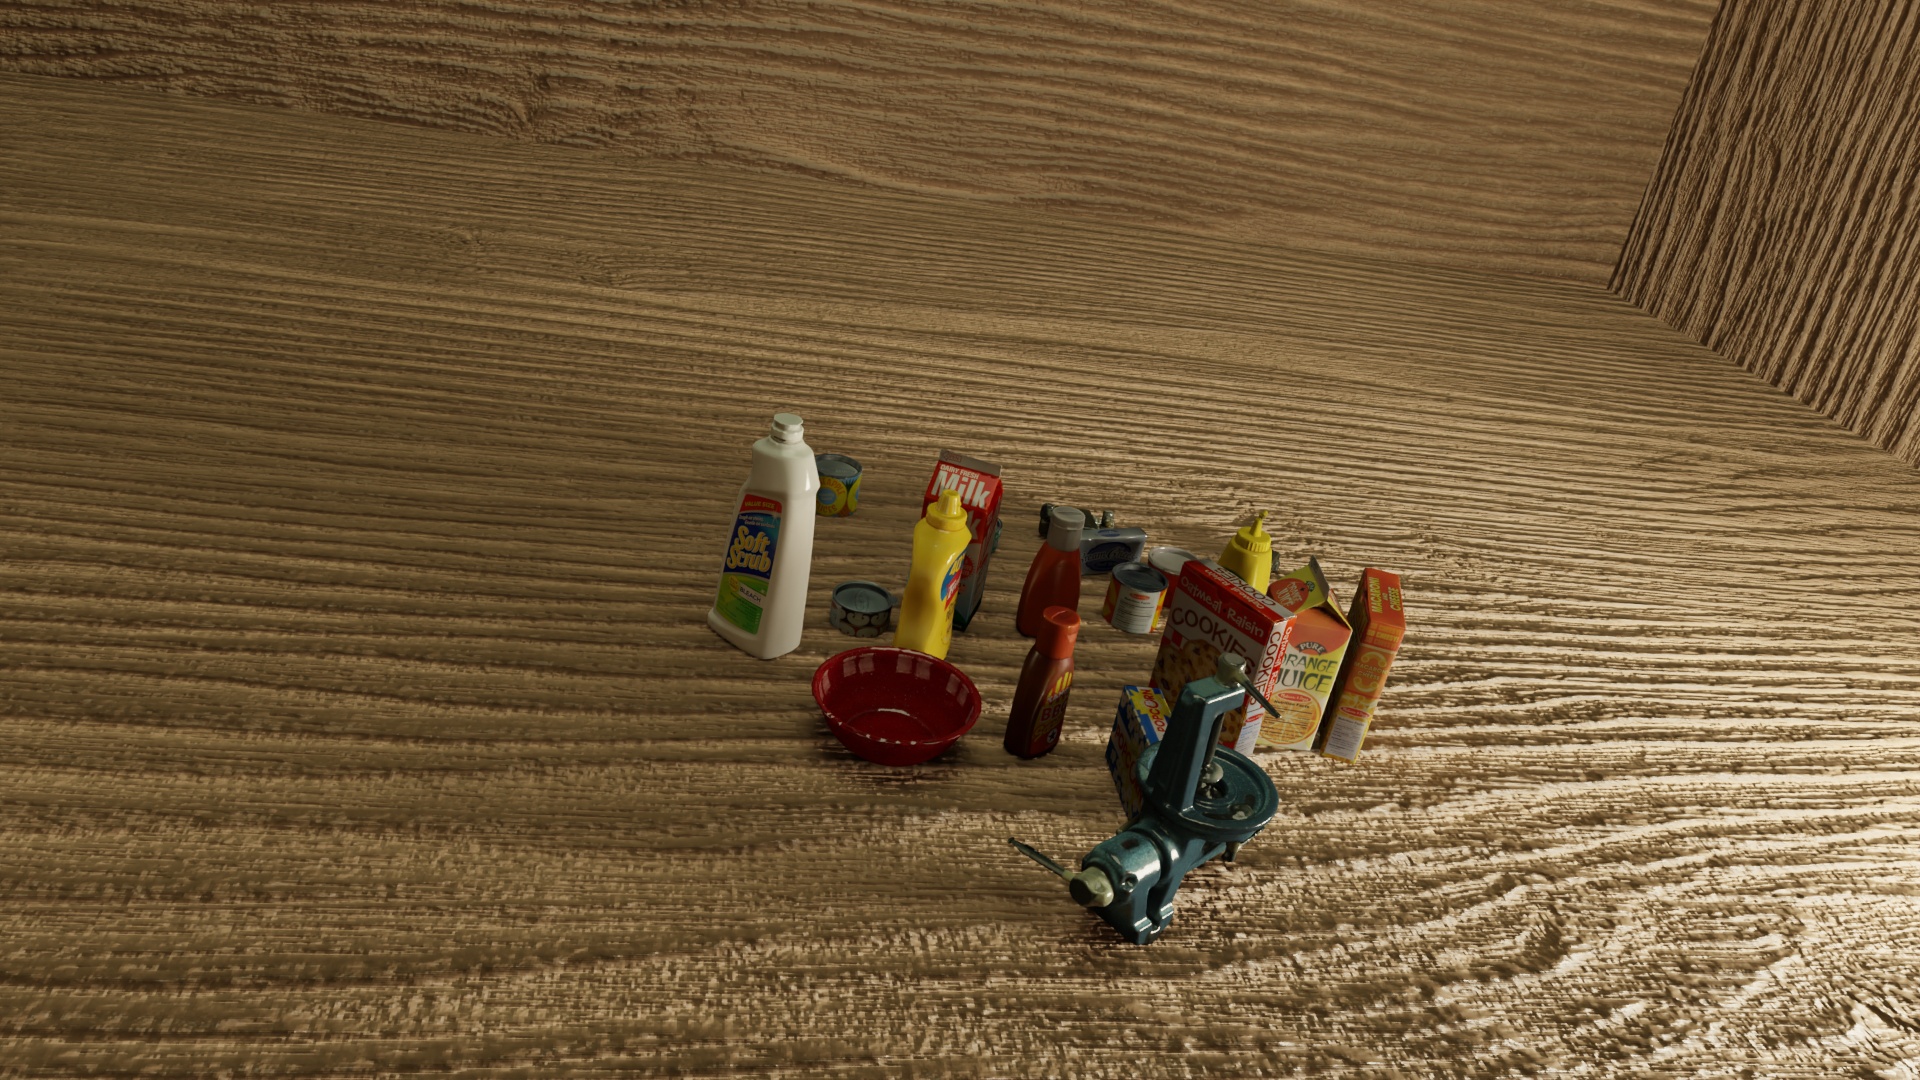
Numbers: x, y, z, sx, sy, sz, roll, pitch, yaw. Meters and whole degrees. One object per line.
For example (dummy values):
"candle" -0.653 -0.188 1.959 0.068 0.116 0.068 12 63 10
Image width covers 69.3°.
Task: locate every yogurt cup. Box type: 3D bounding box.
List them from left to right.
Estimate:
"yogurt cup" 0.253 0.045 1.664 0.072 0.053 0.073 9 27 -4

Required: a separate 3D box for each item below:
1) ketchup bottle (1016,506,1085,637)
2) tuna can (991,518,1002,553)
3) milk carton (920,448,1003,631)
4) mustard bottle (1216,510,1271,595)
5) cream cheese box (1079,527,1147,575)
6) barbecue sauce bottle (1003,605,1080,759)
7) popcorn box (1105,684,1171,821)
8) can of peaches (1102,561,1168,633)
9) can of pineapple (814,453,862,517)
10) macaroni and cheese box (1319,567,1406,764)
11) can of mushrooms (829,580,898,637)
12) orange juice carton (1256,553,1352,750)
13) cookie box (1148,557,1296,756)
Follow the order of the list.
"ketchup bottle" 0.104 0.036 1.521 0.065 0.148 0.044 3 28 -15
"tuna can" 0.017 -0.010 1.704 0.071 0.032 0.071 9 27 -4
"milk carton" -0.004 -0.005 1.514 0.072 0.189 0.074 16 27 10
"mustard bottle" 0.323 0.036 1.592 0.065 0.159 0.049 31 33 34
"cream cheese box" 0.175 0.013 1.697 0.104 0.053 0.024 -3 30 -25
"barbecue sauce bottle" 0.081 0.134 1.323 0.044 0.147 0.065 29 32 32
"popcorn box" 0.174 0.205 1.290 0.038 0.084 0.127 5 27 -11
"can of peaches" 0.201 0.065 1.601 0.071 0.057 0.071 9 27 -4
"can of pineapple" -0.158 -0.068 1.722 0.071 0.057 0.071 9 27 -4
"macaroni and cheese box" 0.413 0.128 1.441 0.040 0.165 0.124 15 27 7
"can of mushrooms" -0.105 0.074 1.495 0.071 0.033 0.071 9 27 -4
"orange juice carton" 0.340 0.113 1.413 0.073 0.191 0.072 9 27 -4
"cookie box" 0.259 0.119 1.399 0.040 0.166 0.123 -12 34 -38
